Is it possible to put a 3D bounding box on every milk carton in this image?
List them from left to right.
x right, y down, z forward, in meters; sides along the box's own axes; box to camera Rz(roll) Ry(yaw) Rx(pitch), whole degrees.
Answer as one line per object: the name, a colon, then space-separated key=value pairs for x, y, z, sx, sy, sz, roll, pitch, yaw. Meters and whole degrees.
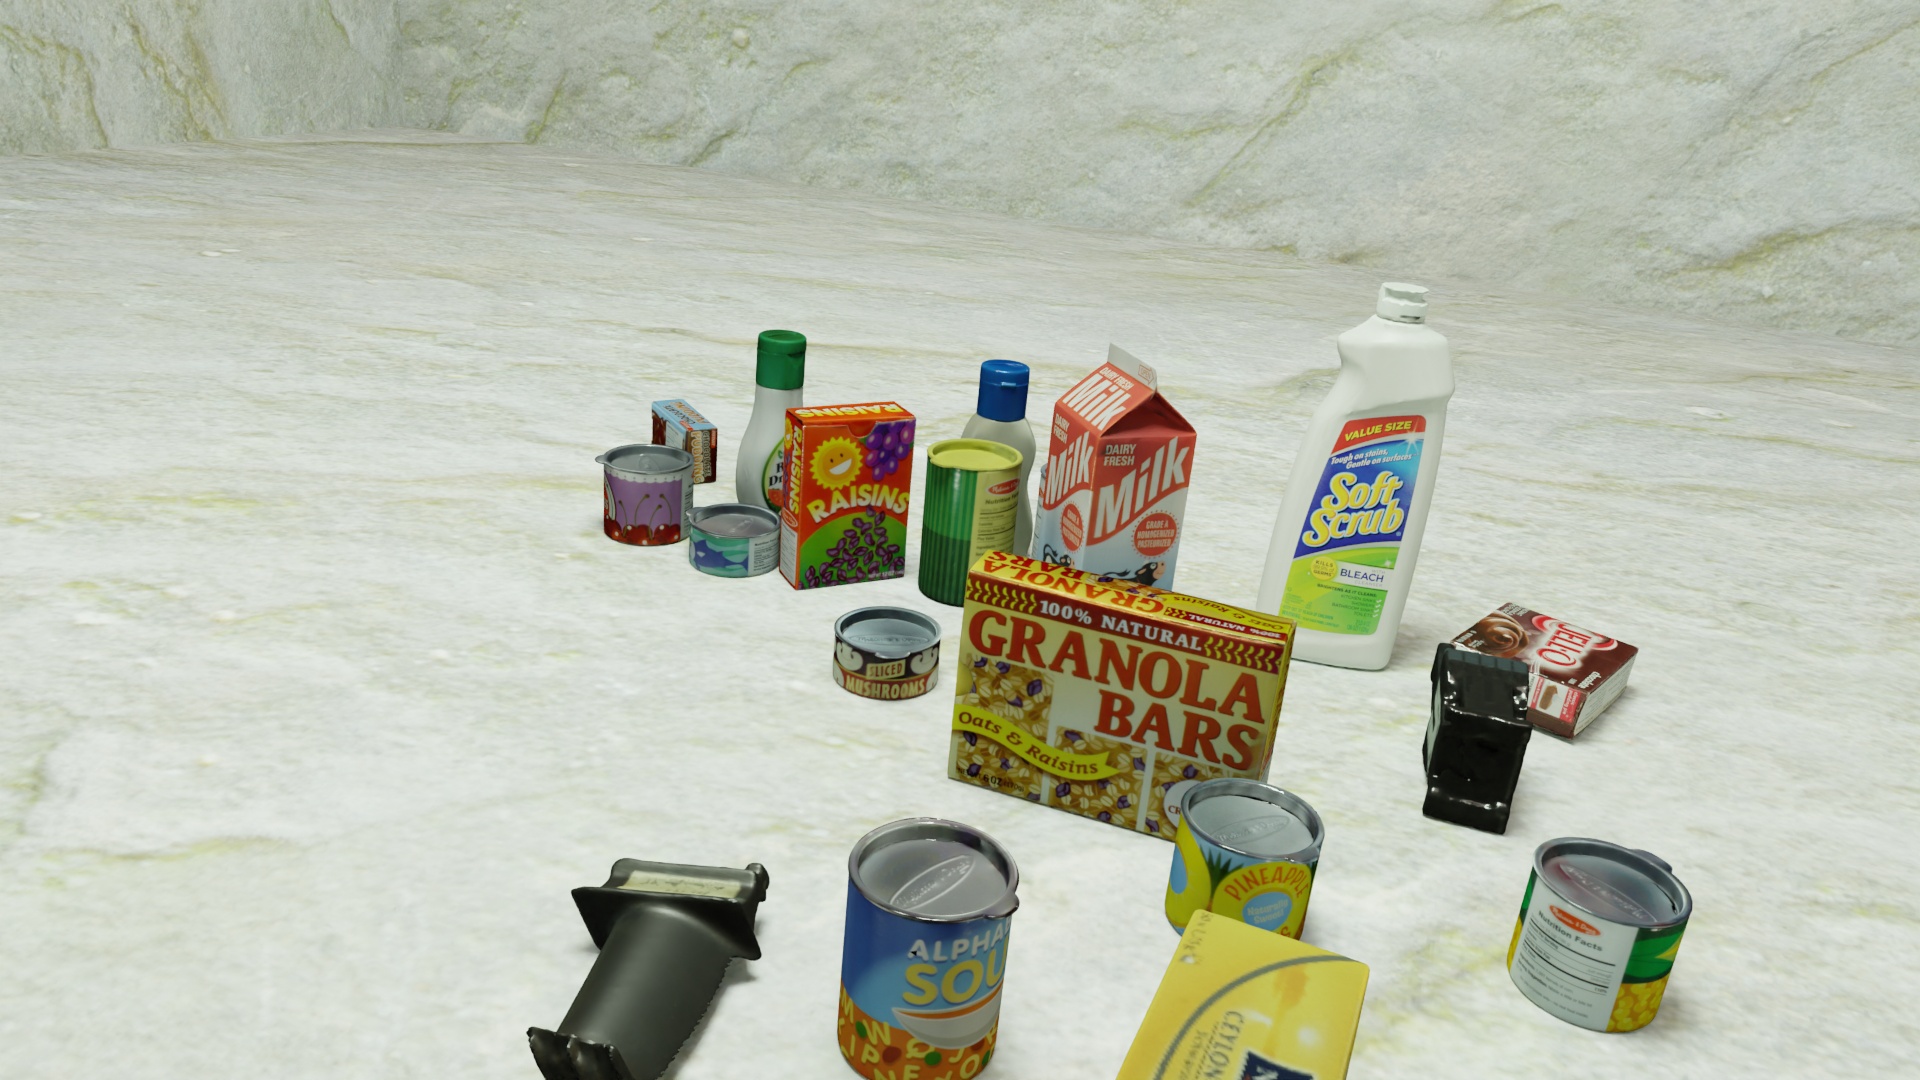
milk carton: x=0.102 y=-0.031 z=0.922 sx=0.073 sy=0.189 sz=0.072 roll=-3 pitch=23 yaw=-21

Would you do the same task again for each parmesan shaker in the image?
parmesan shaker: x=0.003 y=-0.012 z=0.969 sx=0.071 sy=0.102 sz=0.071 roll=5 pitch=21 yaw=-2

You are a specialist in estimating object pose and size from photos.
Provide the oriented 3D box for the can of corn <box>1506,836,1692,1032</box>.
can of corn: x=0.288 y=0.176 z=0.627 sx=0.071 sy=0.058 sz=0.071 roll=5 pitch=22 yaw=-2

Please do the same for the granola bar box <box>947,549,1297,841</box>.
granola bar box: x=0.079 y=0.083 z=0.720 sx=0.165 sy=0.123 sz=0.039 roll=13 pitch=22 yaw=18

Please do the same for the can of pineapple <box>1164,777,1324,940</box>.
can of pineapple: x=0.132 y=0.153 z=0.647 sx=0.071 sy=0.057 sz=0.071 roll=5 pitch=22 yaw=-2

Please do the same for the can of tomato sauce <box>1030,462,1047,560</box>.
can of tomato sauce: x=0.088 y=-0.009 z=1.009 sx=0.071 sy=0.082 sz=0.071 roll=5 pitch=21 yaw=-2

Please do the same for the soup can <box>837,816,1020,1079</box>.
soup can: x=-0.012 y=0.165 z=0.549 sx=0.071 sy=0.083 sz=0.071 roll=5 pitch=21 yaw=-2

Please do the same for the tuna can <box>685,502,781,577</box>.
tuna can: x=-0.164 y=-0.001 z=0.996 sx=0.071 sy=0.032 sz=0.071 roll=5 pitch=22 yaw=-2

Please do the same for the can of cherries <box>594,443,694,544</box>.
can of cherries: x=-0.234 y=-0.034 z=1.029 sx=0.071 sy=0.058 sz=0.072 roll=5 pitch=22 yaw=-2

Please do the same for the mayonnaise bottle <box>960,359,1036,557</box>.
mayonnaise bottle: x=0.027 y=-0.059 z=1.031 sx=0.065 sy=0.147 sz=0.041 roll=2 pitch=22 yaw=-9

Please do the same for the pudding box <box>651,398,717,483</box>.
pudding box: x=-0.232 y=-0.084 z=1.164 sx=0.030 sy=0.049 sz=0.084 roll=-8 pitch=25 yaw=-30

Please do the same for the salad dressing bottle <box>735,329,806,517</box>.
salad dressing bottle: x=-0.139 y=-0.085 z=1.057 sx=0.044 sy=0.147 sz=0.064 roll=23 pitch=27 yaw=37

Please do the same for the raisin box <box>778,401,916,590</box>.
raisin box: x=-0.080 y=-0.032 z=0.972 sx=0.086 sy=0.123 sz=0.040 roll=-6 pitch=24 yaw=-27

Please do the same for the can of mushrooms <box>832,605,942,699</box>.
can of mushrooms: x=-0.045 y=0.069 z=0.848 sx=0.071 sy=0.033 sz=0.071 roll=5 pitch=22 yaw=-2
